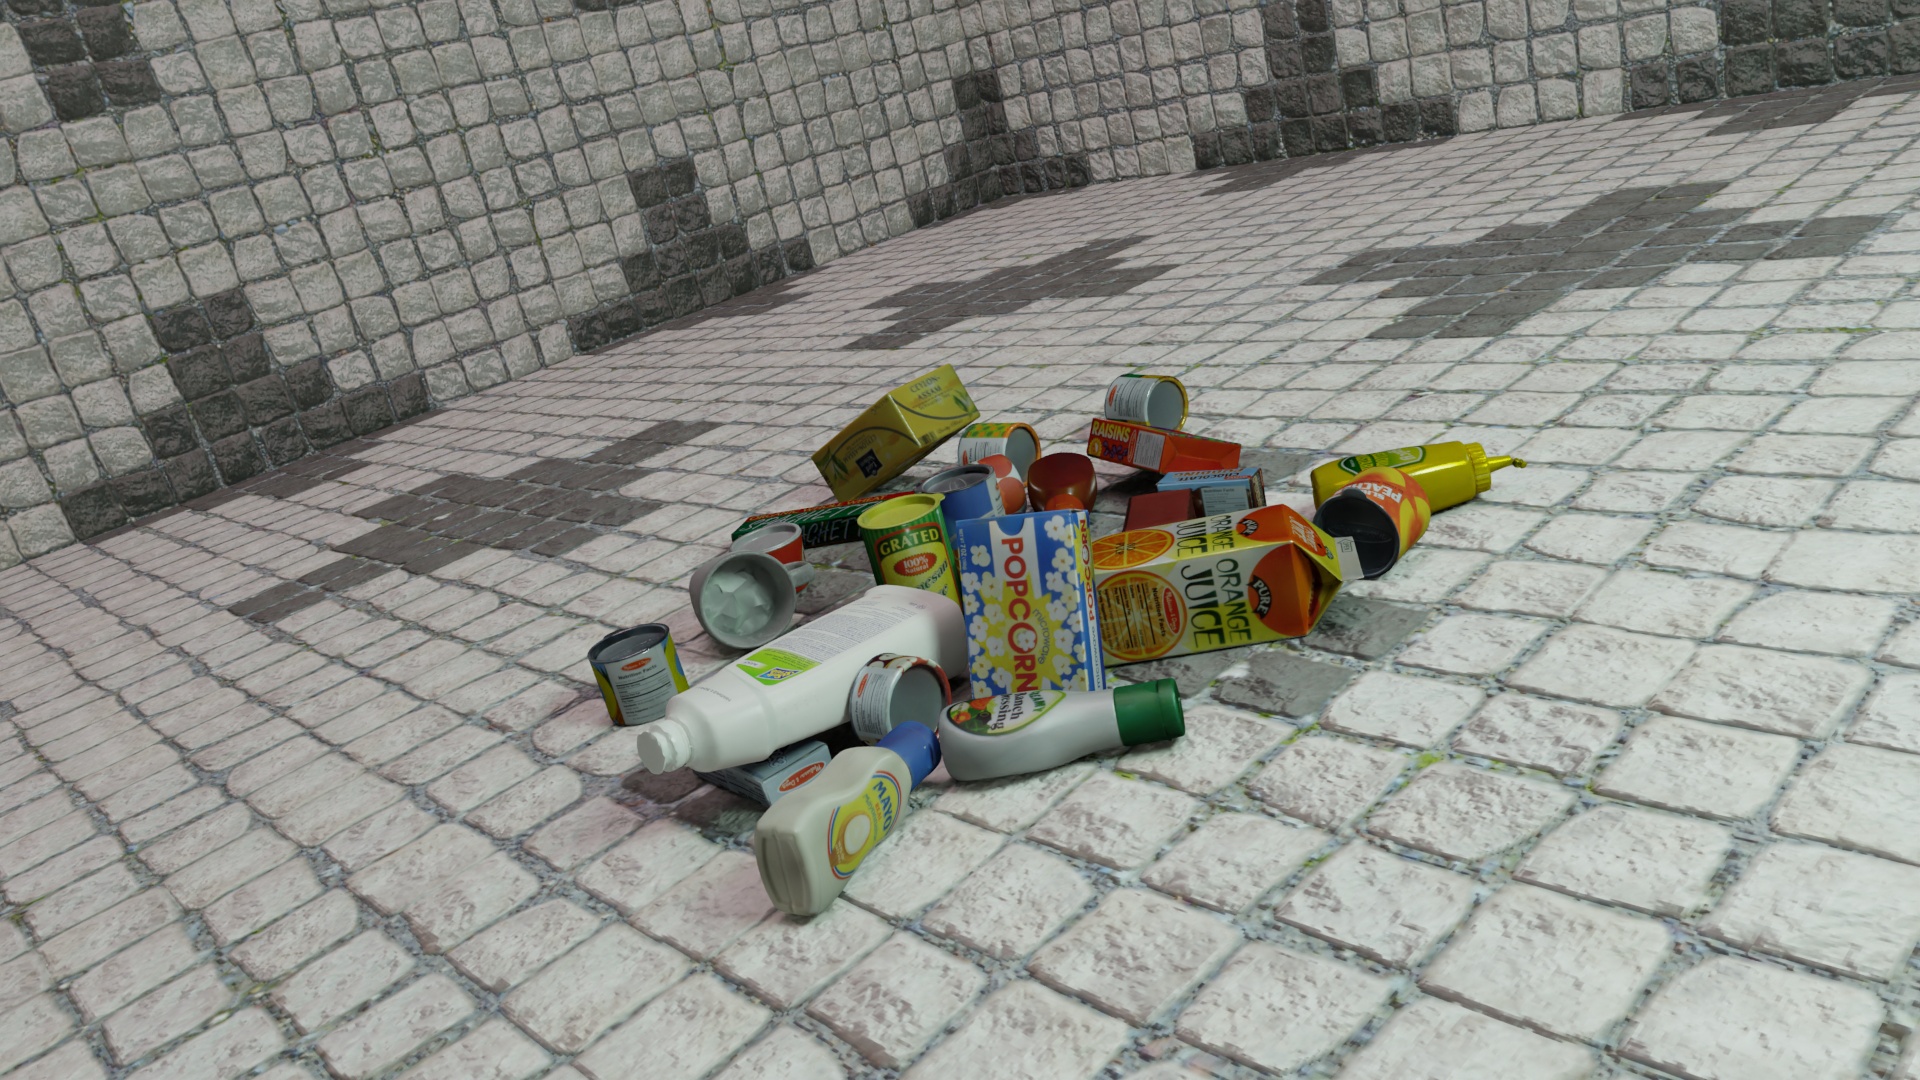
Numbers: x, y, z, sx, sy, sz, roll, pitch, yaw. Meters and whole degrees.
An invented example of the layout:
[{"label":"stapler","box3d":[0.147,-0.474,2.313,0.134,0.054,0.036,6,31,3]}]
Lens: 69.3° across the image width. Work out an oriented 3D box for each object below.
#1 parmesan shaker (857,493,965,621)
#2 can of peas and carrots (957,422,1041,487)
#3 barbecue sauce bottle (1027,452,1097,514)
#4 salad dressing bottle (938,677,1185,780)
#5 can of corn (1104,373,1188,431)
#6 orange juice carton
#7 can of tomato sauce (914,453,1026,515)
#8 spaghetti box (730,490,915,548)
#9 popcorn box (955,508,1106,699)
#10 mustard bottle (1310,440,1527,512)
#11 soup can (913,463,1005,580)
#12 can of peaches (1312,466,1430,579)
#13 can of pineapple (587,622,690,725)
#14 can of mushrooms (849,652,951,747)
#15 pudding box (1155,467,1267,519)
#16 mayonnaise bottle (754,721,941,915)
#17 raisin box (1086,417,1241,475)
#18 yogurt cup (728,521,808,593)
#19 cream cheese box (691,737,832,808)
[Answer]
[{"label":"parmesan shaker","box3d":[-0.033,0.022,1.092,0.071,0.102,0.071,-14,19,5]},{"label":"can of peas and carrots","box3d":[0.041,-0.086,1.393,0.058,0.070,0.071,2,26,39]},{"label":"barbecue sauce bottle","box3d":[0.093,-0.038,1.254,0.065,0.043,0.149,-8,21,5]},{"label":"salad dressing bottle","box3d":[0.062,0.114,0.856,0.147,0.044,0.064,-11,18,11]},{"label":"can of corn","box3d":[0.193,-0.137,1.425,0.071,0.071,0.058,-28,23,-32]},{"label":"orange juice carton","box3d":[0.179,0.028,0.965,0.192,0.072,0.072,-10,19,12]},{"label":"can of tomato sauce","box3d":[0.010,-0.038,1.277,0.083,0.071,0.071,-22,20,-21]},{"label":"spaghetti box","box3d":[-0.107,-0.020,1.374,0.250,0.028,0.050,-8,19,18]},{"label":"popcorn box","box3d":[0.047,0.045,0.933,0.085,0.126,0.038,-6,0,26]},{"label":"mustard bottle","box3d":[0.356,-0.048,1.080,0.160,0.048,0.065,-12,21,9]},{"label":"soup can","box3d":[0.004,-0.015,1.196,0.071,0.083,0.071,-14,19,5]},{"label":"can of peaches","box3d":[0.297,-0.016,1.002,0.071,0.071,0.058,3,25,42]},{"label":"can of pineapple","box3d":[-0.253,0.104,1.095,0.071,0.057,0.071,-13,19,5]},{"label":"can of mushrooms","box3d":[-0.037,0.108,0.916,0.033,0.070,0.071,1,25,41]},{"label":"pudding box","box3d":[0.207,-0.031,1.143,0.083,0.049,0.030,-3,21,32]},{"label":"mayonnaise bottle","box3d":[-0.061,0.154,0.814,0.041,0.064,0.149,0,21,30]},{"label":"raisin box","box3d":[0.185,-0.083,1.274,0.086,0.040,0.123,4,9,-28]},{"label":"yogurt cup","box3d":[-0.172,0.021,1.270,0.072,0.053,0.072,-13,19,5]},{"label":"cream cheese box","box3d":[-0.137,0.148,0.939,0.053,0.024,0.104,-27,22,-35]}]
